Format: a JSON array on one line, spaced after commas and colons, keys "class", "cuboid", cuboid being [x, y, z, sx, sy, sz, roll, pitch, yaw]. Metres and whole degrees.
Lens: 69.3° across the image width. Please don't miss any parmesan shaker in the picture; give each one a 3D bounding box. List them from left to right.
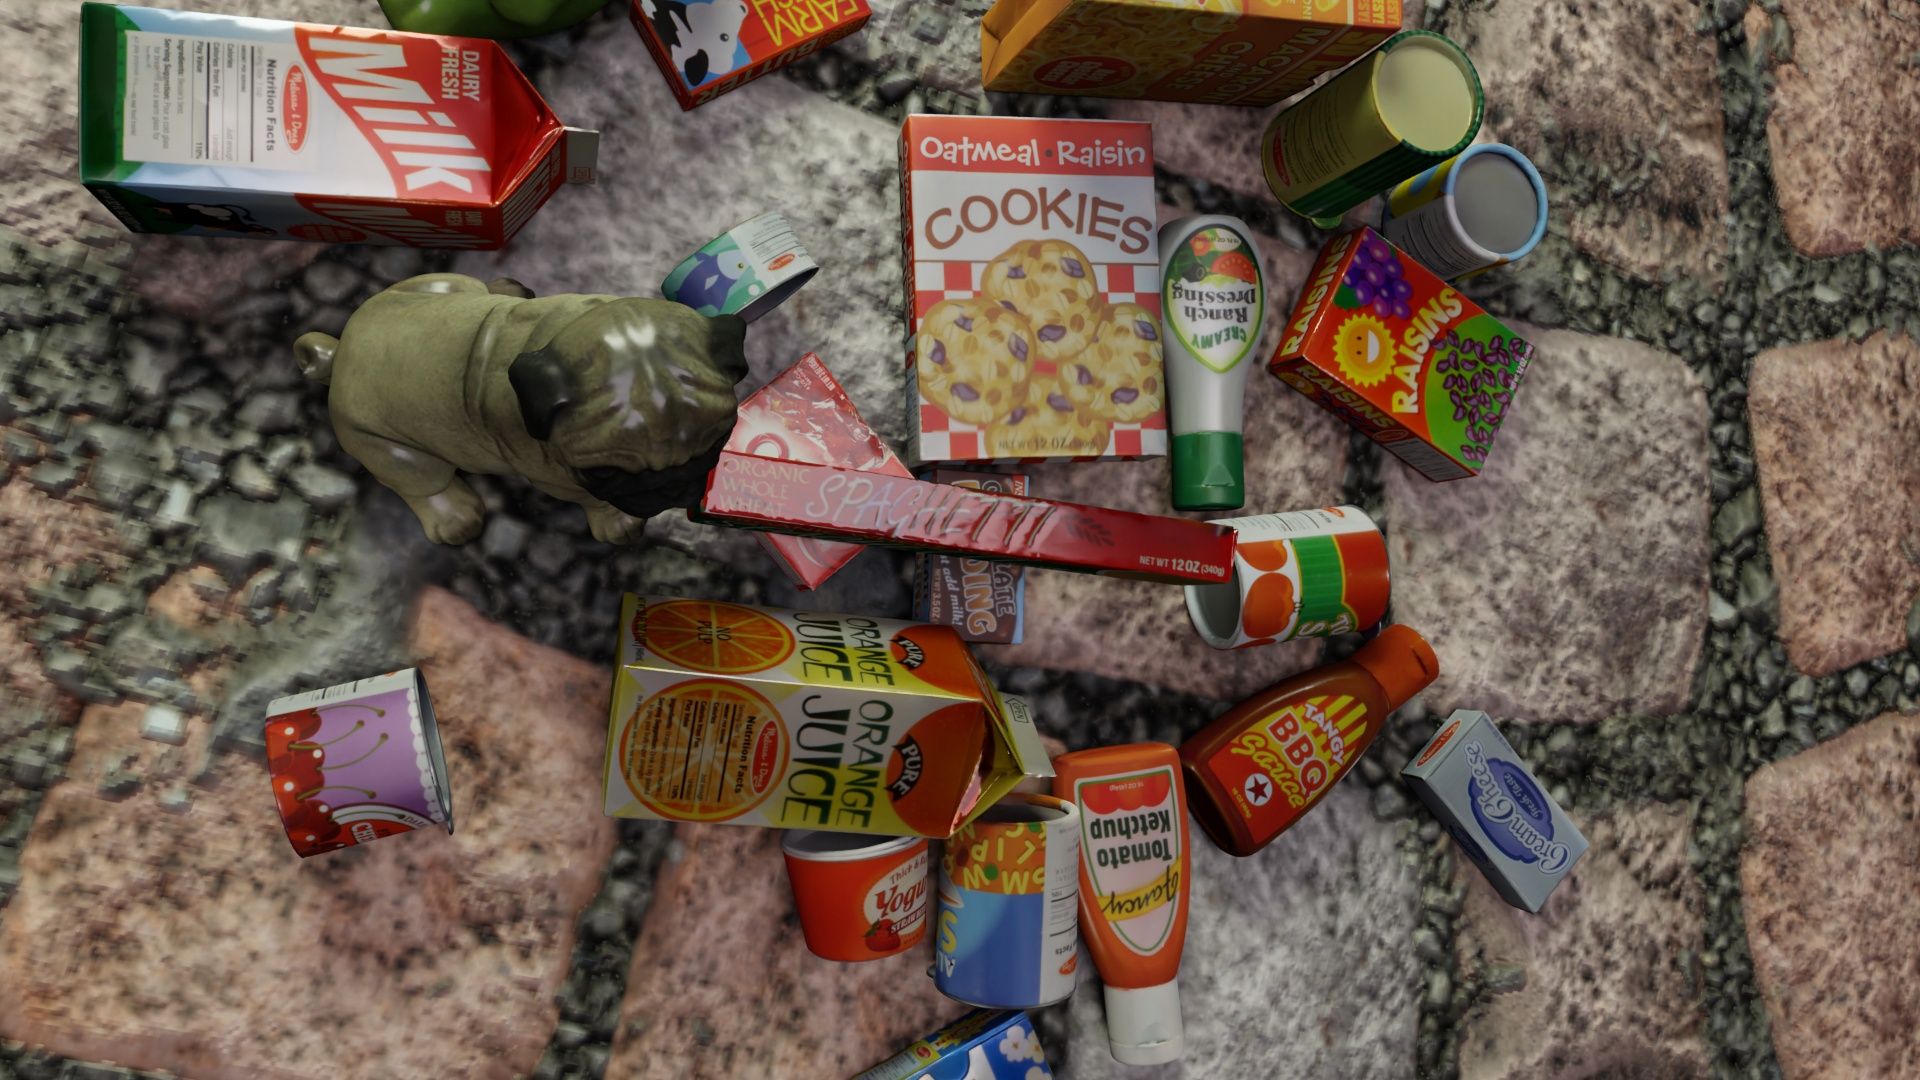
[{"class": "parmesan shaker", "cuboid": [0.211, -0.209, 0.716, 0.071, 0.103, 0.071, 1, 86, -18]}]

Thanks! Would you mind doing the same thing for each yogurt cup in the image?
[{"class": "yogurt cup", "cuboid": [-0.045, 0.155, 0.630, 0.072, 0.072, 0.054, -8, 97, -18]}]

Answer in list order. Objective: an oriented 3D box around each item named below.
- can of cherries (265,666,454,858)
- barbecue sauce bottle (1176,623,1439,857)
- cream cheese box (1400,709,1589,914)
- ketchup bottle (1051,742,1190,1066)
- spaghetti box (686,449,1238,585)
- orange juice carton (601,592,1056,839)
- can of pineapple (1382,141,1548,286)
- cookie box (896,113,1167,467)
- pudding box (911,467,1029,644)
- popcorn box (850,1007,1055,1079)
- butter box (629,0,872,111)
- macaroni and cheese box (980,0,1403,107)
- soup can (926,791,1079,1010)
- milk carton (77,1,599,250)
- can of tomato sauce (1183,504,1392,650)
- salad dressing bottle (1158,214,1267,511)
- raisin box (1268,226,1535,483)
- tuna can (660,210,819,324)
[{"class": "can of cherries", "cuboid": [-0.244, 0.093, 0.568, 0.058, 0.071, 0.071, -12, 90, -18]}, {"class": "barbecue sauce bottle", "cuboid": [0.181, 0.097, 0.716, 0.149, 0.043, 0.065, -32, 96, -17]}, {"class": "cream cheese box", "cuboid": [0.293, 0.147, 0.758, 0.053, 0.024, 0.103, -43, 99, -15]}, {"class": "ketchup bottle", "cuboid": [0.083, 0.176, 0.679, 0.065, 0.043, 0.148, -6, 89, -9]}, {"class": "spaghetti box", "cuboid": [0.002, -0.008, 0.630, 0.250, 0.050, 0.028, 8, 84, -16]}, {"class": "orange juice carton", "cuboid": [-0.056, 0.078, 0.612, 0.193, 0.072, 0.072, 7, 111, -15]}, {"class": "can of pineapple", "cuboid": [0.276, -0.178, 0.758, 0.071, 0.058, 0.071, 1, 86, -18]}, {"class": "cookie box", "cuboid": [0.034, -0.121, 0.682, 0.123, 0.040, 0.167, -2, 87, -12]}, {"class": "pudding box", "cuboid": [0.005, 0.009, 0.673, 0.050, 0.030, 0.083, 5, 85, -18]}, {"class": "popcorn box", "cuboid": [0.013, 0.293, 0.651, 0.085, 0.038, 0.126, -24, 94, -17]}, {"class": "butter box", "cuboid": [-0.099, -0.251, 0.661, 0.104, 0.024, 0.053, -31, 95, -17]}, {"class": "macaroni and cheese box", "cuboid": [0.108, -0.250, 0.675, 0.167, 0.123, 0.040, -2, 90, -18]}, {"class": "soup can", "cuboid": [0.019, 0.165, 0.645, 0.071, 0.071, 0.083, 1, 92, -18]}, {"class": "milk carton", "cuboid": [-0.251, -0.167, 0.583, 0.191, 0.072, 0.073, -1, 87, -17]}, {"class": "can of tomato sauce", "cuboid": [0.164, 0.021, 0.704, 0.083, 0.071, 0.071, -6, 88, -17]}, {"class": "salad dressing bottle", "cuboid": [0.126, -0.089, 0.711, 0.064, 0.044, 0.147, 0, 86, -10]}, {"class": "raisin box", "cuboid": [0.239, -0.099, 0.751, 0.123, 0.040, 0.086, 31, 79, -15]}, {"class": "tuna can", "cuboid": [-0.102, -0.118, 0.631, 0.071, 0.071, 0.033, -36, 96, -16]}]
